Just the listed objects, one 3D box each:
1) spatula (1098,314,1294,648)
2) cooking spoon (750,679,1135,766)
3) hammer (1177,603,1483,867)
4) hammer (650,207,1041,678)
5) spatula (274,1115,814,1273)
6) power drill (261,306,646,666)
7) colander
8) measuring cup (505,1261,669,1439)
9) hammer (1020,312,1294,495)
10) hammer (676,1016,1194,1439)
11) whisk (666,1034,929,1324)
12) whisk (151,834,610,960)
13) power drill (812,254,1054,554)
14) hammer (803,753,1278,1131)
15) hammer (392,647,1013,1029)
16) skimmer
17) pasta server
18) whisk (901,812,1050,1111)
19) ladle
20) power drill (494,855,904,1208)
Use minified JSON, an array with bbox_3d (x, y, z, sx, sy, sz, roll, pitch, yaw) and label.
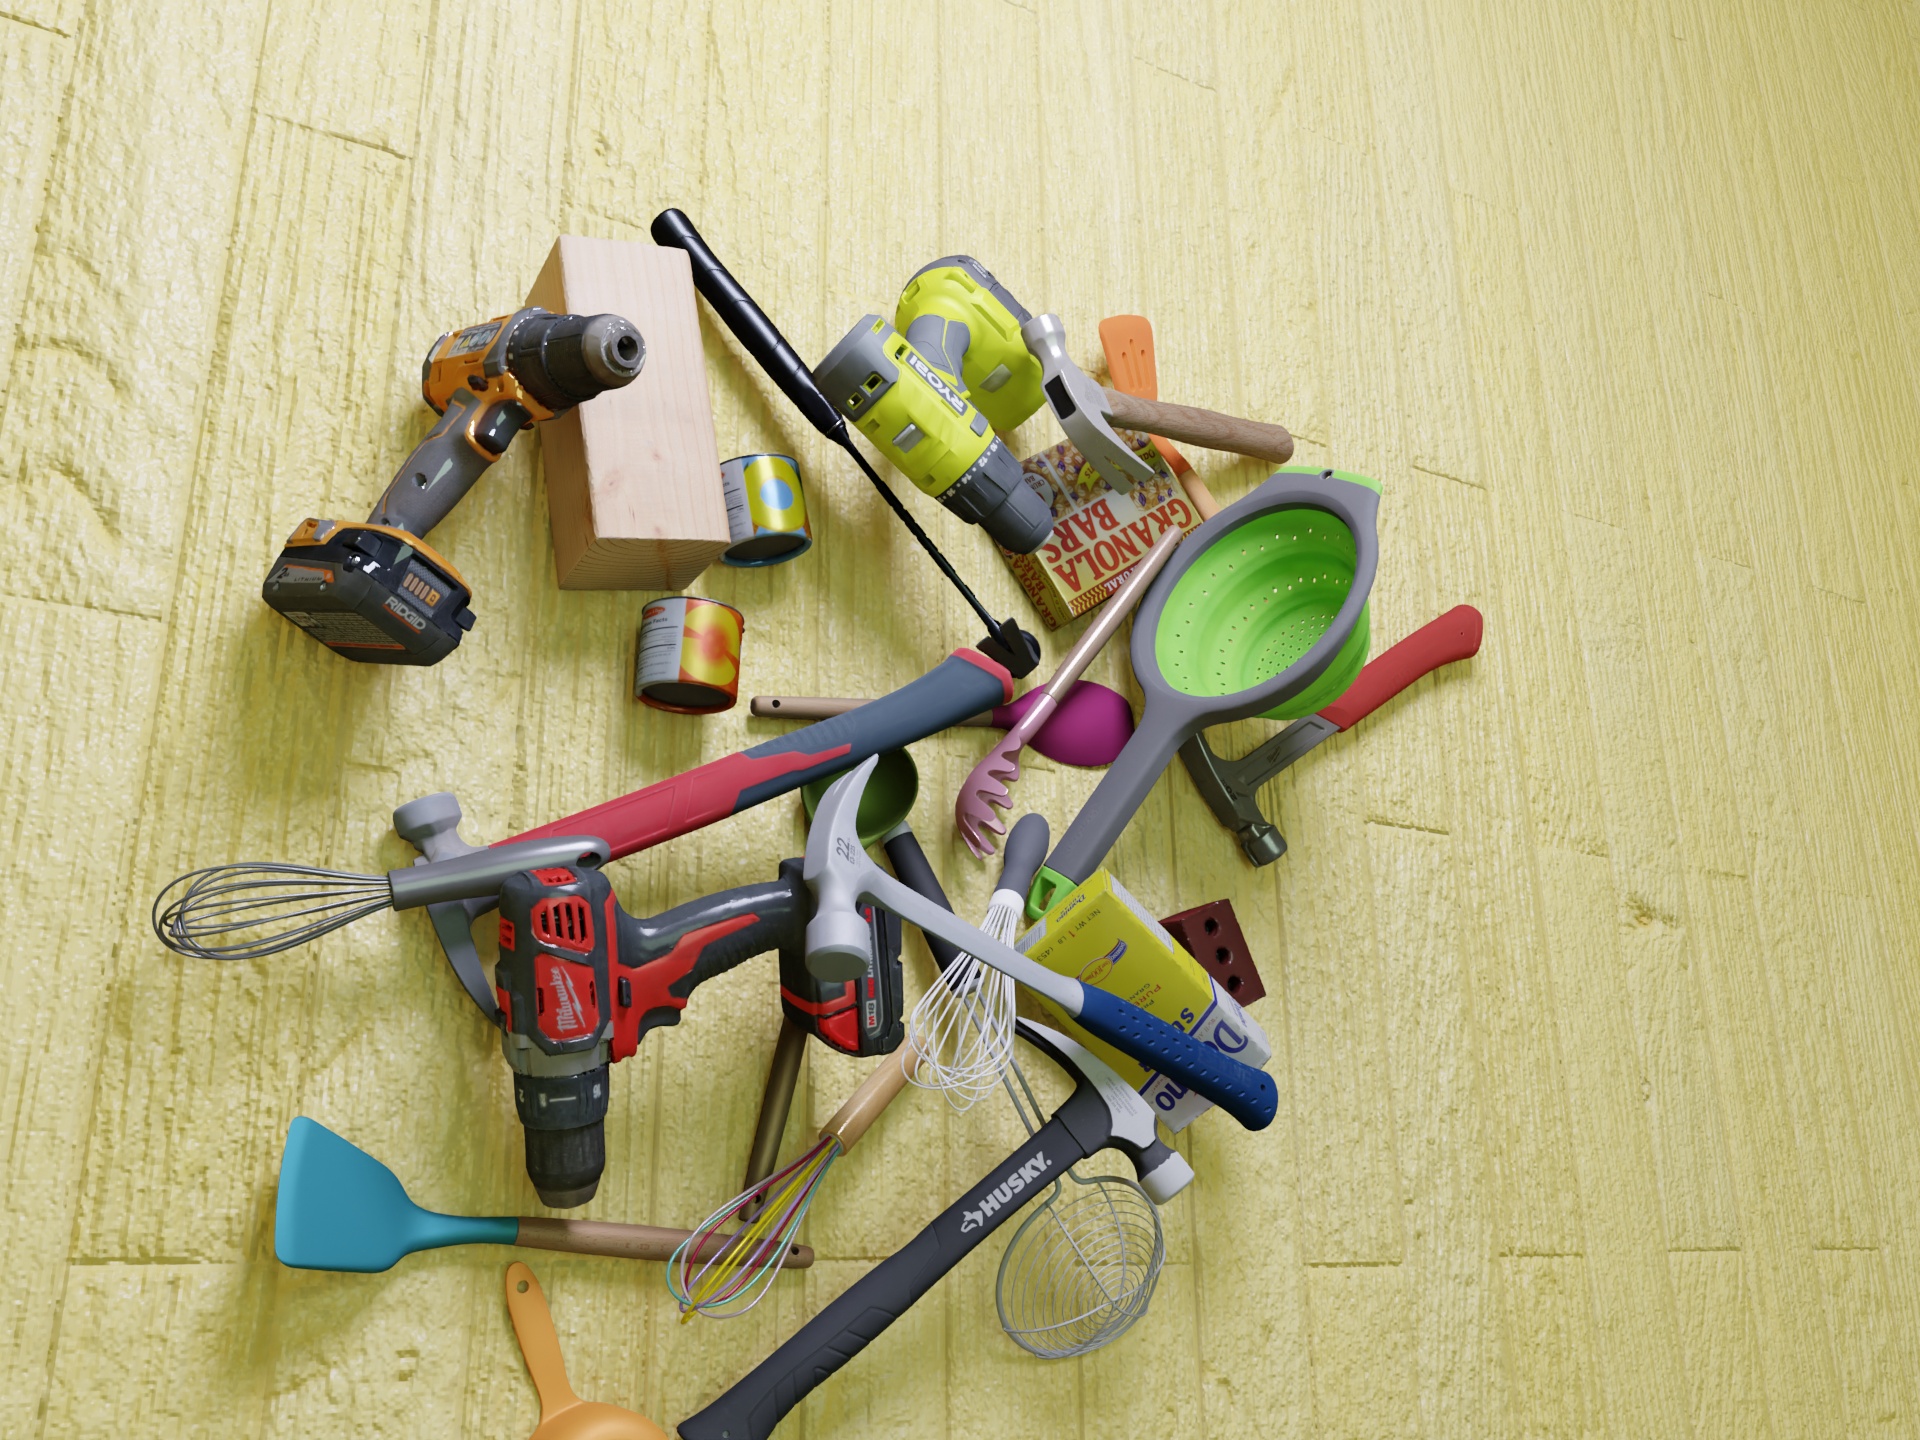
[{"bbox_3d":[0.202,-0.186,1.293,0.081,0.041,0.323,-21,78,-50],"label":"spatula"},{"bbox_3d":[-0.002,-0.004,1.138,0.318,0.017,0.069,2,72,-31],"label":"cooking spoon"},{"bbox_3d":[0.320,-0.024,1.325,0.359,0.036,0.149,-30,90,-34],"label":"hammer"},{"bbox_3d":[-0.080,-0.192,1.110,0.036,0.149,0.409,-39,89,4],"label":"hammer"},{"bbox_3d":[-0.222,0.286,0.894,0.317,0.044,0.082,15,41,-28],"label":"spatula"},{"bbox_3d":[-0.282,-0.143,0.913,0.084,0.185,0.226,44,62,-39],"label":"power drill"},{"bbox_3d":[0.187,-0.002,1.163,0.094,0.205,0.397,41,80,-35],"label":"colander"},{"bbox_3d":[-0.209,0.379,0.863,0.095,0.052,0.174,-17,85,-34],"label":"measuring cup"},{"bbox_3d":[0.173,-0.231,1.247,0.331,0.031,0.130,-2,67,-51],"label":"hammer"},{"bbox_3d":[-0.026,0.320,0.956,0.335,0.035,0.146,-35,79,-19],"label":"hammer"},{"bbox_3d":[-0.092,0.272,0.963,0.245,0.051,0.047,-42,136,-46],"label":"whisk"},{"bbox_3d":[-0.311,0.090,0.871,0.239,0.055,0.055,-9,78,-24],"label":"whisk"},{"bbox_3d":[0.005,-0.226,1.127,0.190,0.080,0.229,43,32,-14],"label":"power drill"},{"bbox_3d":[0.062,0.159,0.964,0.405,0.035,0.144,34,36,-34],"label":"hammer"},{"bbox_3d":[-0.134,0.053,0.980,0.386,0.038,0.143,-21,86,-21],"label":"hammer"},{"bbox_3d":[0.023,0.241,1.063,0.127,0.090,0.363,-20,74,-24],"label":"skimmer"},{"bbox_3d":[0.085,-0.030,1.159,0.040,0.060,0.316,29,63,17],"label":"pasta server"},{"bbox_3d":[0.022,0.141,1.029,0.070,0.070,0.285,43,32,-12],"label":"whisk"},{"bbox_3d":[-0.093,0.154,1.009,0.078,0.062,0.320,18,67,-14],"label":"ladle"},{"bbox_3d":[-0.150,0.169,0.910,0.226,0.080,0.188,-5,97,-28],"label":"power drill"}]
